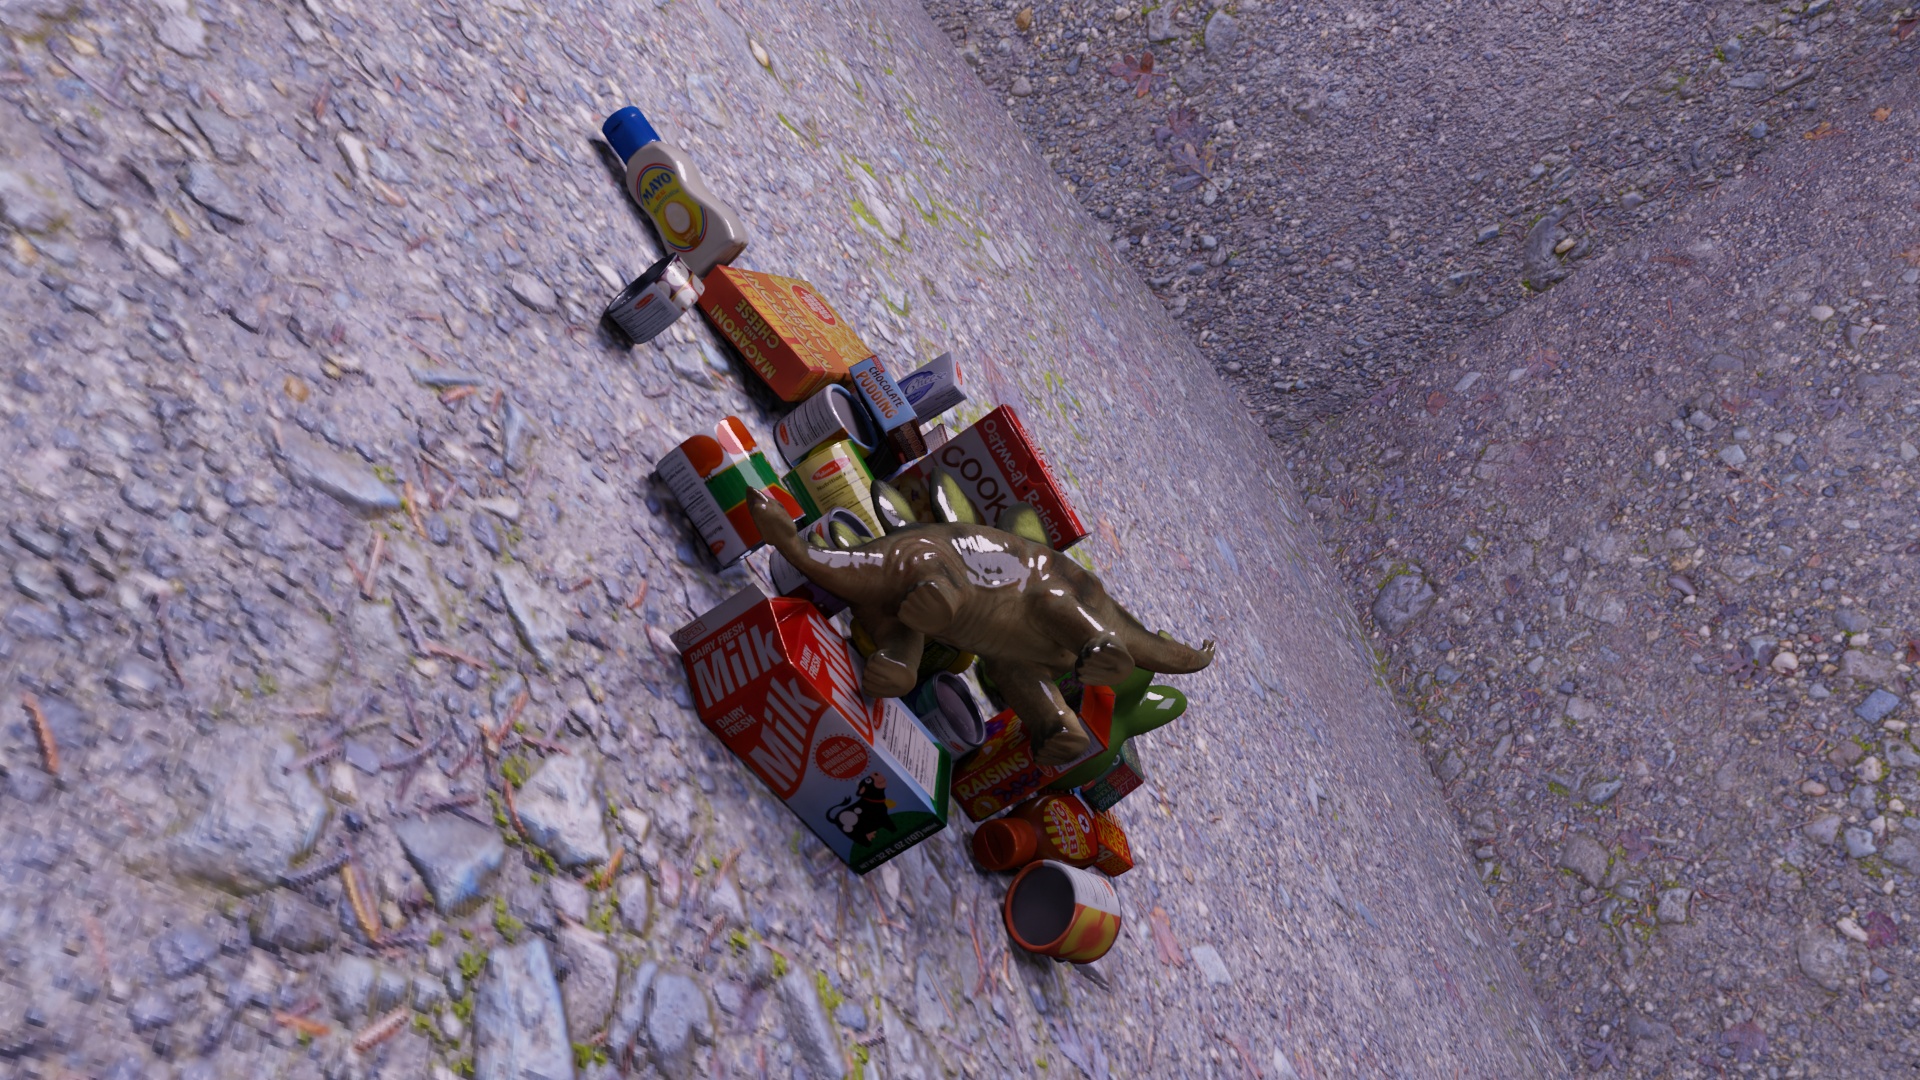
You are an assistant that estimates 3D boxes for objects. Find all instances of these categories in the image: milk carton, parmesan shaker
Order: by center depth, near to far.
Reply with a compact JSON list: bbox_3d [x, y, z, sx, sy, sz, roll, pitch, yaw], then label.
[{"bbox_3d":[-0.091,0.109,0.856,0.190,0.072,0.074,50,20,-21],"label":"milk carton"},{"bbox_3d":[-0.088,-0.016,1.068,0.103,0.071,0.071,59,19,2],"label":"parmesan shaker"}]

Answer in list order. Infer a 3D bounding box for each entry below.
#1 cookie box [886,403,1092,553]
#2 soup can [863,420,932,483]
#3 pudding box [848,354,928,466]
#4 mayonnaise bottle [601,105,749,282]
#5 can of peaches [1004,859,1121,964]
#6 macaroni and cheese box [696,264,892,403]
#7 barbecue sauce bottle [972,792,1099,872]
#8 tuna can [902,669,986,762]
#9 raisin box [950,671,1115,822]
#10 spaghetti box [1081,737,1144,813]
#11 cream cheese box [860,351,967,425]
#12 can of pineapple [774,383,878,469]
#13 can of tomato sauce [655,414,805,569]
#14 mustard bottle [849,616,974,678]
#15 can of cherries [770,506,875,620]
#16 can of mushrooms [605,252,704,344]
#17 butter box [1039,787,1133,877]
[{"bbox_3d":[0.004,-0.014,1.124,0.123,0.167,0.040,59,20,7],"label":"cookie box"},{"bbox_3d":[-0.052,-0.057,1.205,0.083,0.071,0.071,35,29,-47],"label":"soup can"},{"bbox_3d":[-0.060,-0.108,1.148,0.084,0.030,0.049,59,-7,35],"label":"pudding box"},{"bbox_3d":[-0.237,-0.285,1.132,0.148,0.064,0.041,54,23,4],"label":"mayonnaise bottle"},{"bbox_3d":[0.072,0.270,1.004,0.058,0.071,0.071,31,32,-45],"label":"can of peaches"},{"bbox_3d":[-0.141,-0.172,1.187,0.124,0.040,0.167,48,19,10],"label":"macaroni and cheese box"},{"bbox_3d":[0.057,0.228,1.064,0.148,0.043,0.065,15,50,-62],"label":"barbecue sauce bottle"},{"bbox_3d":[-0.012,0.134,1.060,0.071,0.032,0.071,48,22,-26],"label":"tuna can"},{"bbox_3d":[0.056,0.153,1.057,0.040,0.123,0.086,53,20,-13],"label":"raisin box"},{"bbox_3d":[0.128,0.159,1.289,0.028,0.050,0.251,46,16,-19],"label":"spaghetti box"},{"bbox_3d":[-0.044,-0.128,1.280,0.024,0.103,0.053,48,22,-37],"label":"cream cheese box"},{"bbox_3d":[-0.108,-0.085,1.132,0.071,0.057,0.071,48,21,-25],"label":"can of pineapple"},{"bbox_3d":[-0.153,-0.033,0.932,0.083,0.071,0.071,56,19,-2],"label":"can of tomato sauce"},{"bbox_3d":[-0.024,0.078,1.075,0.049,0.065,0.160,62,16,24],"label":"mustard bottle"},{"bbox_3d":[-0.093,0.020,1.006,0.071,0.058,0.072,48,21,-24],"label":"can of cherries"},{"bbox_3d":[-0.218,-0.174,0.996,0.033,0.071,0.071,49,21,-23],"label":"can of mushrooms"},{"bbox_3d":[0.108,0.244,1.189,0.103,0.024,0.053,42,23,-36],"label":"butter box"}]
